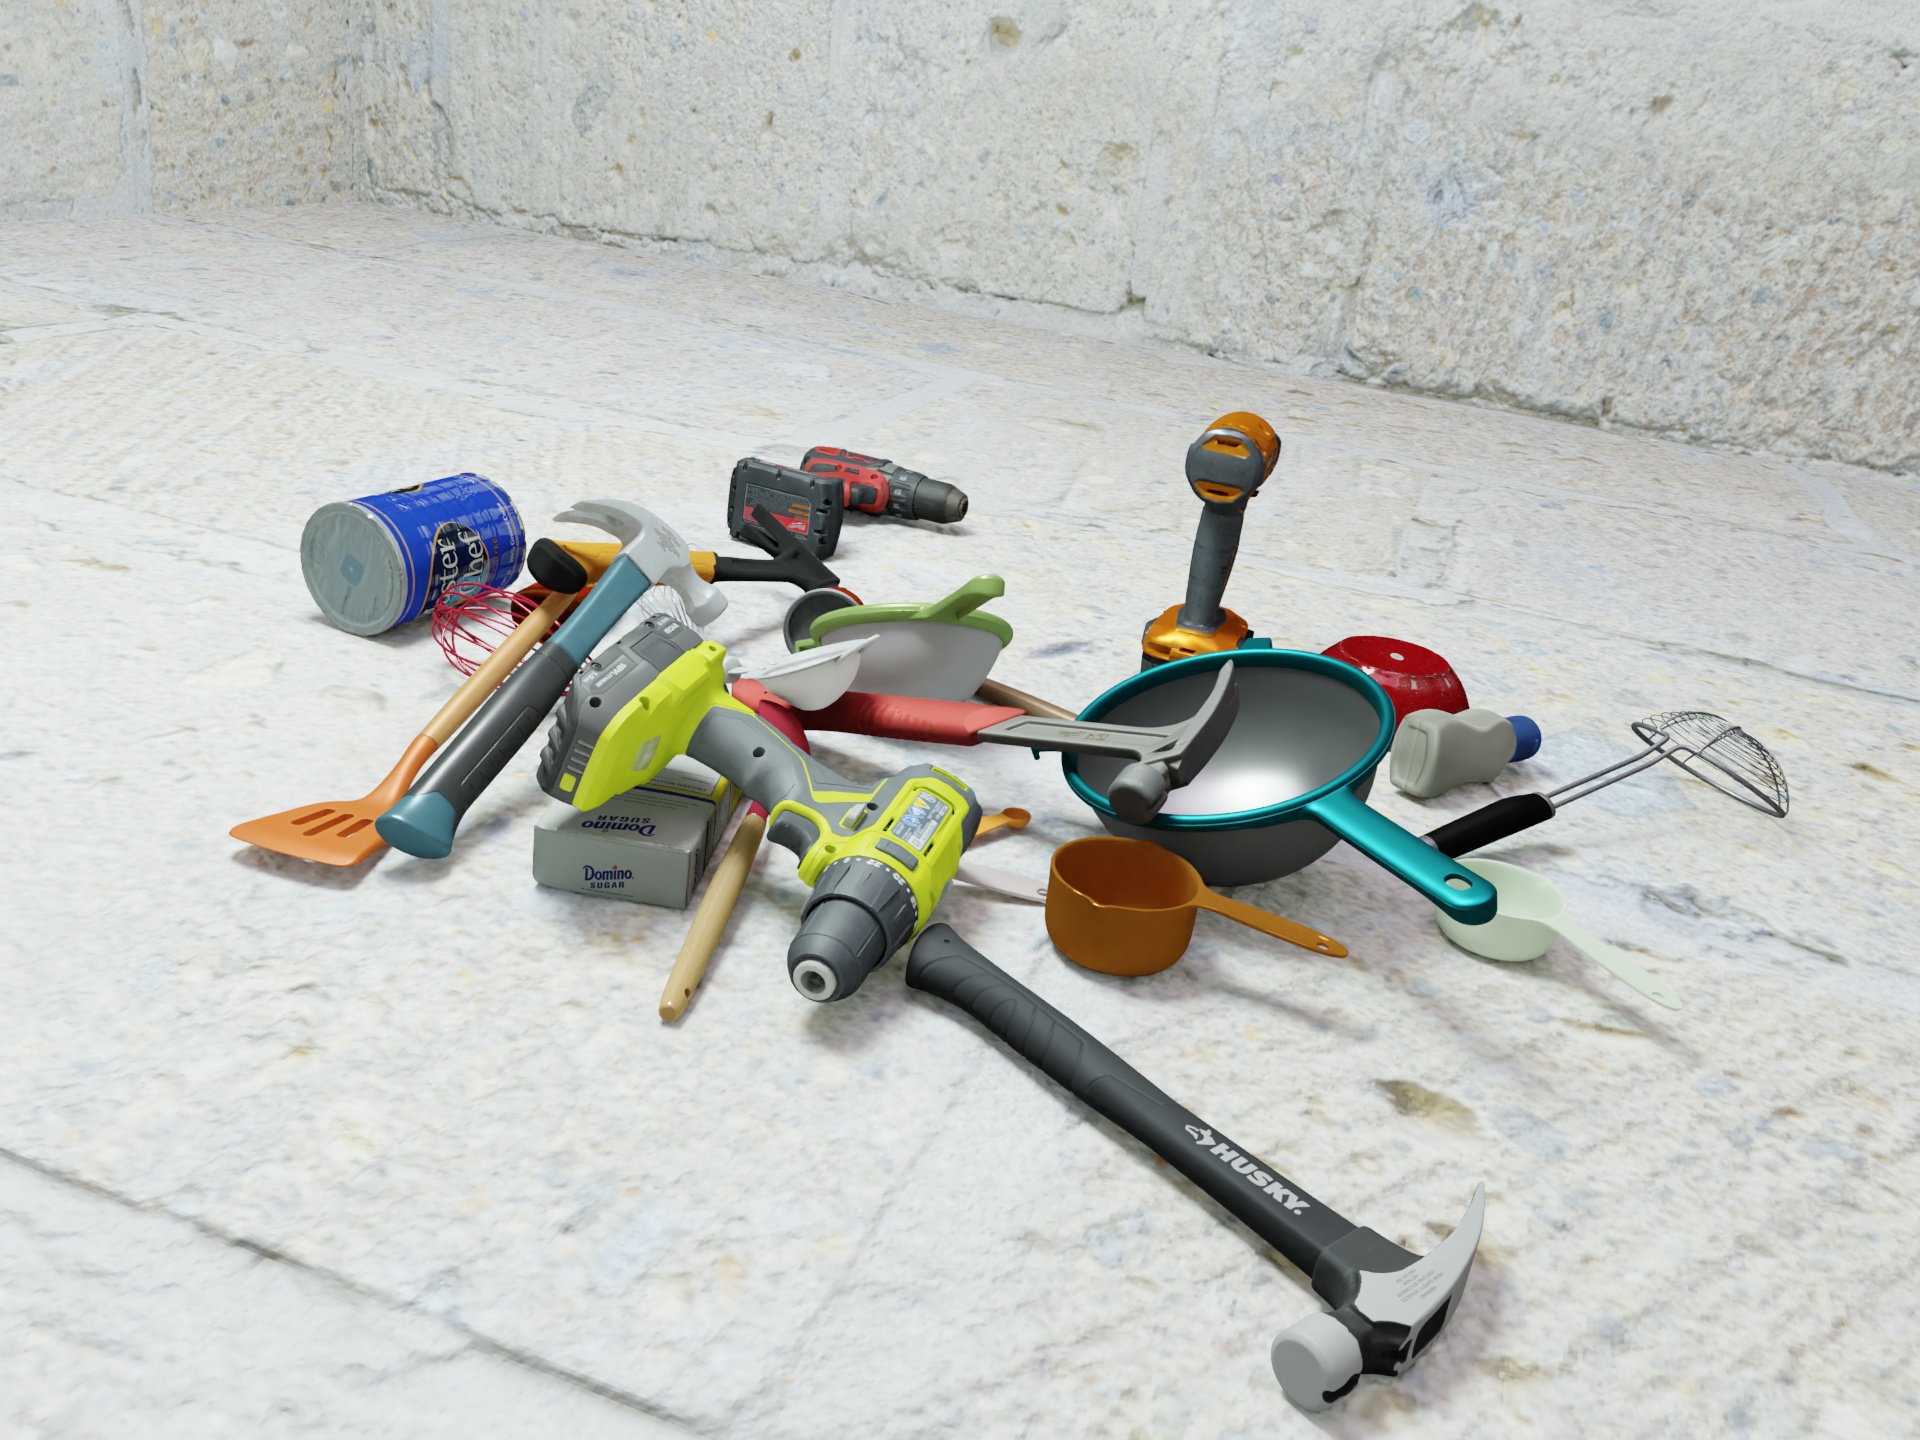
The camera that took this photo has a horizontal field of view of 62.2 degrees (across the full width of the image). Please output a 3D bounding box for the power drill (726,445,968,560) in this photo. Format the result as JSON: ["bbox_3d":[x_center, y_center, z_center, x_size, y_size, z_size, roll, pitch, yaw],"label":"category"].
[{"bbox_3d":[-0.112,-0.224,1.612,0.188,0.080,0.227,16,21,19],"label":"power drill"}]

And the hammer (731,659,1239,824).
[{"bbox_3d":[-0.002,-0.003,1.055,0.359,0.036,0.149,6,34,32],"label":"hammer"}]

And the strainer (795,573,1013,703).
[{"bbox_3d":[-0.020,-0.045,1.124,0.151,0.069,0.256,4,-9,-18],"label":"strainer"}]

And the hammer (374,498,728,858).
[{"bbox_3d":[-0.260,-0.030,1.011,0.033,0.128,0.331,-23,26,35],"label":"hammer"}]

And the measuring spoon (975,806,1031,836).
[{"bbox_3d":[-0.001,0.076,1.021,0.117,0.011,0.021,-15,32,-36],"label":"measuring spoon"}]

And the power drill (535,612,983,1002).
[{"bbox_3d":[-0.112,0.049,0.878,0.228,0.080,0.191,31,31,4],"label":"power drill"}]

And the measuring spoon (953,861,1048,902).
[{"bbox_3d":[0.004,0.099,0.966,0.124,0.018,0.034,13,29,-4],"label":"measuring spoon"}]

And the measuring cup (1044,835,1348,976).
[{"bbox_3d":[0.129,0.121,0.901,0.174,0.052,0.095,18,25,19],"label":"measuring cup"}]

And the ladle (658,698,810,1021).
[{"bbox_3d":[-0.129,0.074,0.935,0.031,0.069,0.316,-13,25,14],"label":"ladle"}]

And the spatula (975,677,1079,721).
[{"bbox_3d":[0.029,-0.023,1.249,0.316,0.018,0.060,24,32,36],"label":"spatula"}]

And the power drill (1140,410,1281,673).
[{"bbox_3d":[0.216,-0.144,1.327,0.084,0.226,0.164,14,23,14],"label":"power drill"}]

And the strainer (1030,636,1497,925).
[{"bbox_3d":[0.204,0.066,0.975,0.211,0.095,0.341,-24,31,-17],"label":"strainer"}]

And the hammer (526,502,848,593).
[{"bbox_3d":[-0.213,-0.124,1.234,0.127,0.034,0.336,44,22,18],"label":"hammer"}]

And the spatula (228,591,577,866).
[{"bbox_3d":[-0.326,-0.007,1.009,0.081,0.041,0.323,13,40,12],"label":"spatula"}]

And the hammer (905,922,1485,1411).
[{"bbox_3d":[0.090,0.184,0.760,0.146,0.035,0.335,-13,30,-39],"label":"hammer"}]

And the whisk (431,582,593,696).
[{"bbox_3d":[-0.259,-0.027,1.116,0.296,0.073,0.073,23,27,20],"label":"whisk"}]

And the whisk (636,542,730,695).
[{"bbox_3d":[-0.211,-0.070,1.238,0.070,0.070,0.285,0,28,-19],"label":"whisk"}]

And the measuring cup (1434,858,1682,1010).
[{"bbox_3d":[0.356,0.138,0.953,0.083,0.038,0.168,-7,29,-31],"label":"measuring cup"}]

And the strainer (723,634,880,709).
[{"bbox_3d":[-0.153,-0.033,1.096,0.258,0.050,0.087,1,18,37],"label":"strainer"}]

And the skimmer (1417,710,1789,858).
[{"bbox_3d":[0.462,0.069,1.161,0.363,0.090,0.127,-17,35,-26],"label":"skimmer"}]
